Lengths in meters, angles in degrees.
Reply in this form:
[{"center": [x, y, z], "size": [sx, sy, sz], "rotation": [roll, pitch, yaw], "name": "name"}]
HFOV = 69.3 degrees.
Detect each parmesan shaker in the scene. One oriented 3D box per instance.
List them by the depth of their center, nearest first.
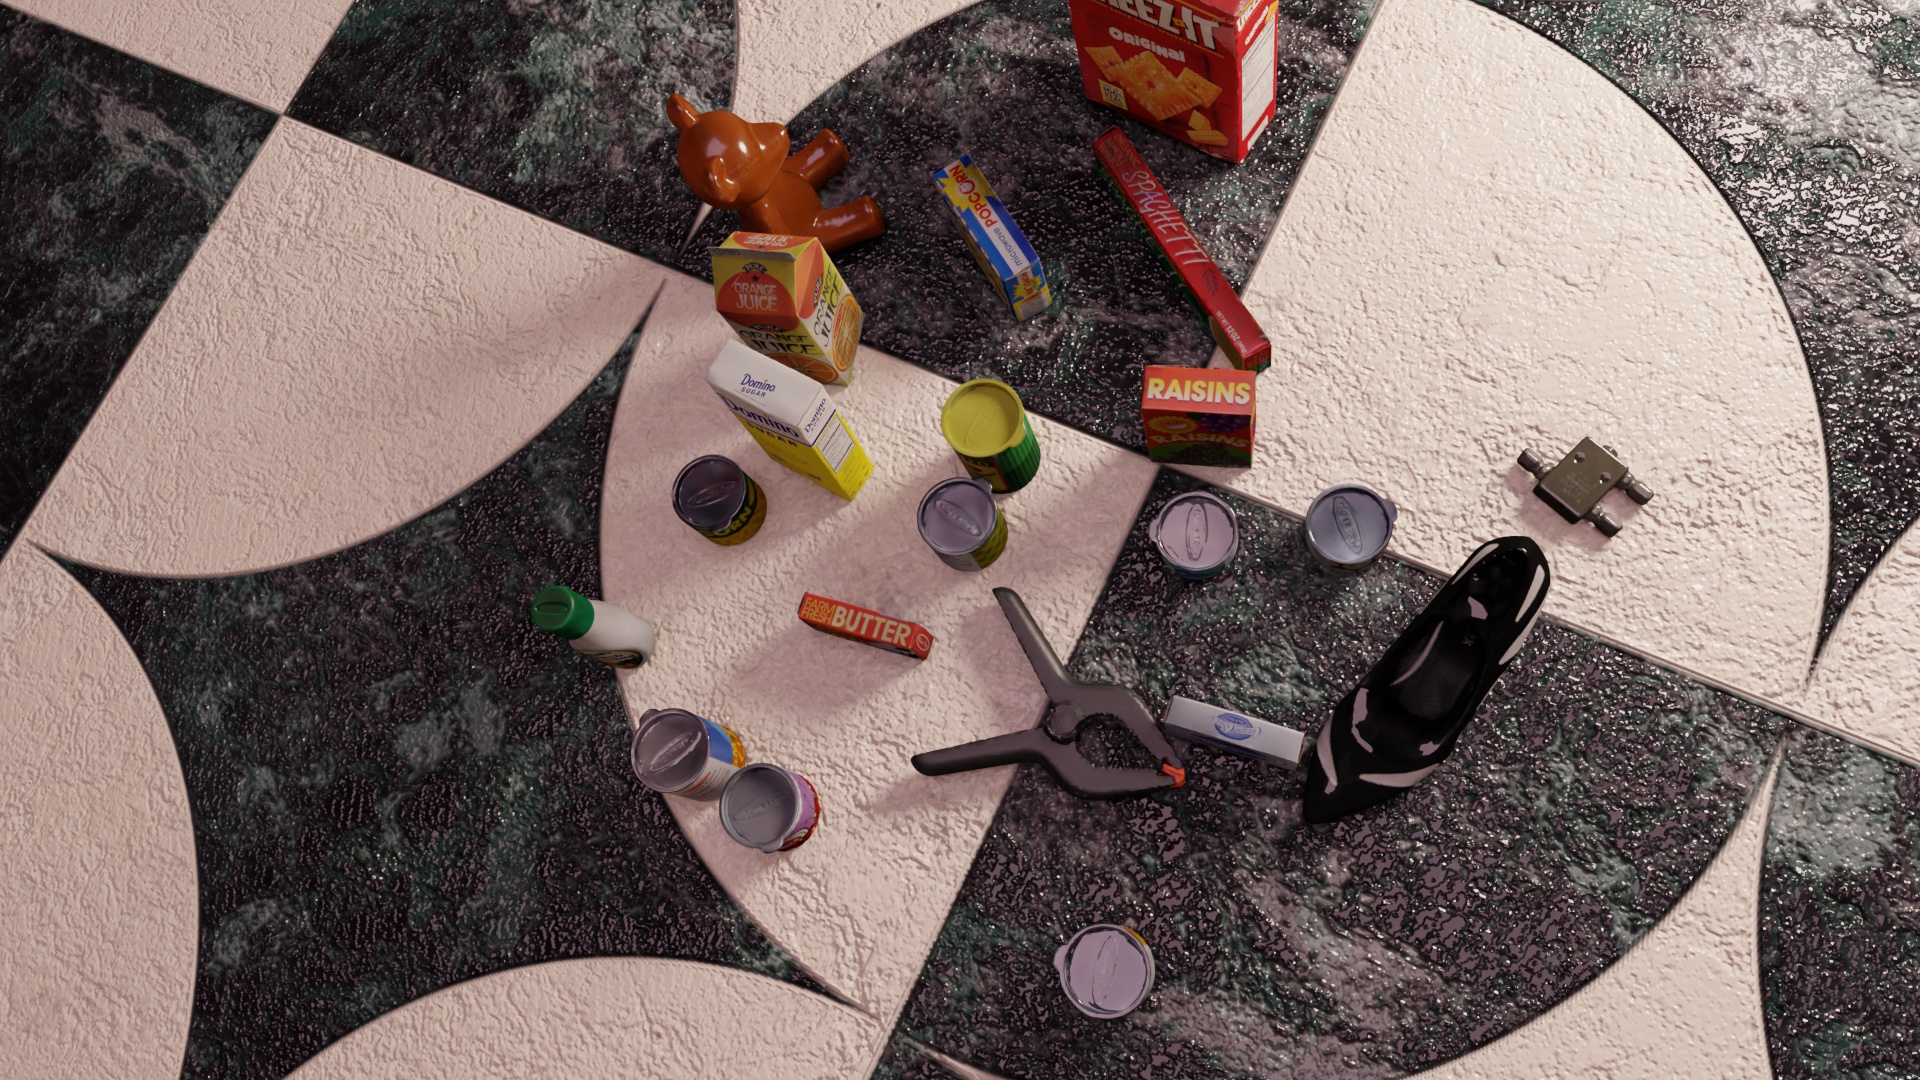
[{"center": [0.029, -0.081, 1.136], "size": [0.071, 0.103, 0.071], "rotation": [-3, 74, 11], "name": "parmesan shaker"}]

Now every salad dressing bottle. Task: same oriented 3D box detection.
[{"center": [-0.300, 0.071, 1.136], "size": [0.064, 0.147, 0.044], "rotation": [1, 75, 12], "name": "salad dressing bottle"}]

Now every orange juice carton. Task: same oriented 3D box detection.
[{"center": [-0.145, -0.199, 1.160], "size": [0.072, 0.192, 0.073], "rotation": [7, 76, 14], "name": "orange juice carton"}]

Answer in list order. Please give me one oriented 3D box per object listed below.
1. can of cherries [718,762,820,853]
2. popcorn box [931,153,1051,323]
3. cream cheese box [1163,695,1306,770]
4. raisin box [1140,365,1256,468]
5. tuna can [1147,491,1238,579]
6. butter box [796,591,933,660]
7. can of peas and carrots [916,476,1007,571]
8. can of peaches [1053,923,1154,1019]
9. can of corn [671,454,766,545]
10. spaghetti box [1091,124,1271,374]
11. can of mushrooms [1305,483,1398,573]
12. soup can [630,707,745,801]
[{"center": [-0.151, 0.216, 1.109], "size": [0.071, 0.058, 0.071], "rotation": [-3, 73, 11], "name": "can of cherries"}, {"center": [0.028, -0.260, 1.199], "size": [0.038, 0.085, 0.127], "rotation": [-32, 70, 2], "name": "popcorn box"}, {"center": [0.209, 0.147, 1.057], "size": [0.104, 0.053, 0.024], "rotation": [15, 78, 16], "name": "cream cheese box"}, {"center": [0.190, -0.097, 1.097], "size": [0.086, 0.123, 0.040], "rotation": [5, 75, 13], "name": "raisin box"}, {"center": [0.188, -0.004, 1.117], "size": [0.071, 0.032, 0.071], "rotation": [-3, 73, 11], "name": "tuna can"}, {"center": [-0.078, 0.071, 1.140], "size": [0.103, 0.053, 0.024], "rotation": [15, 78, 16], "name": "butter box"}, {"center": [0.004, -0.014, 1.145], "size": [0.071, 0.058, 0.071], "rotation": [-3, 73, 11], "name": "can of peas and carrots"}, {"center": [0.107, 0.316, 1.026], "size": [0.071, 0.058, 0.071], "rotation": [-3, 73, 11], "name": "can of peaches"}, {"center": [-0.205, -0.031, 1.194], "size": [0.071, 0.058, 0.071], "rotation": [-3, 73, 11], "name": "can of corn"}, {"center": [0.186, -0.246, 1.181], "size": [0.029, 0.050, 0.250], "rotation": [-31, 70, 2], "name": "spaghetti box"}, {"center": [0.308, -0.010, 1.094], "size": [0.071, 0.033, 0.071], "rotation": [-3, 73, 11], "name": "can of mushrooms"}, {"center": [-0.220, 0.172, 1.123], "size": [0.071, 0.083, 0.071], "rotation": [-3, 73, 11], "name": "soup can"}]
